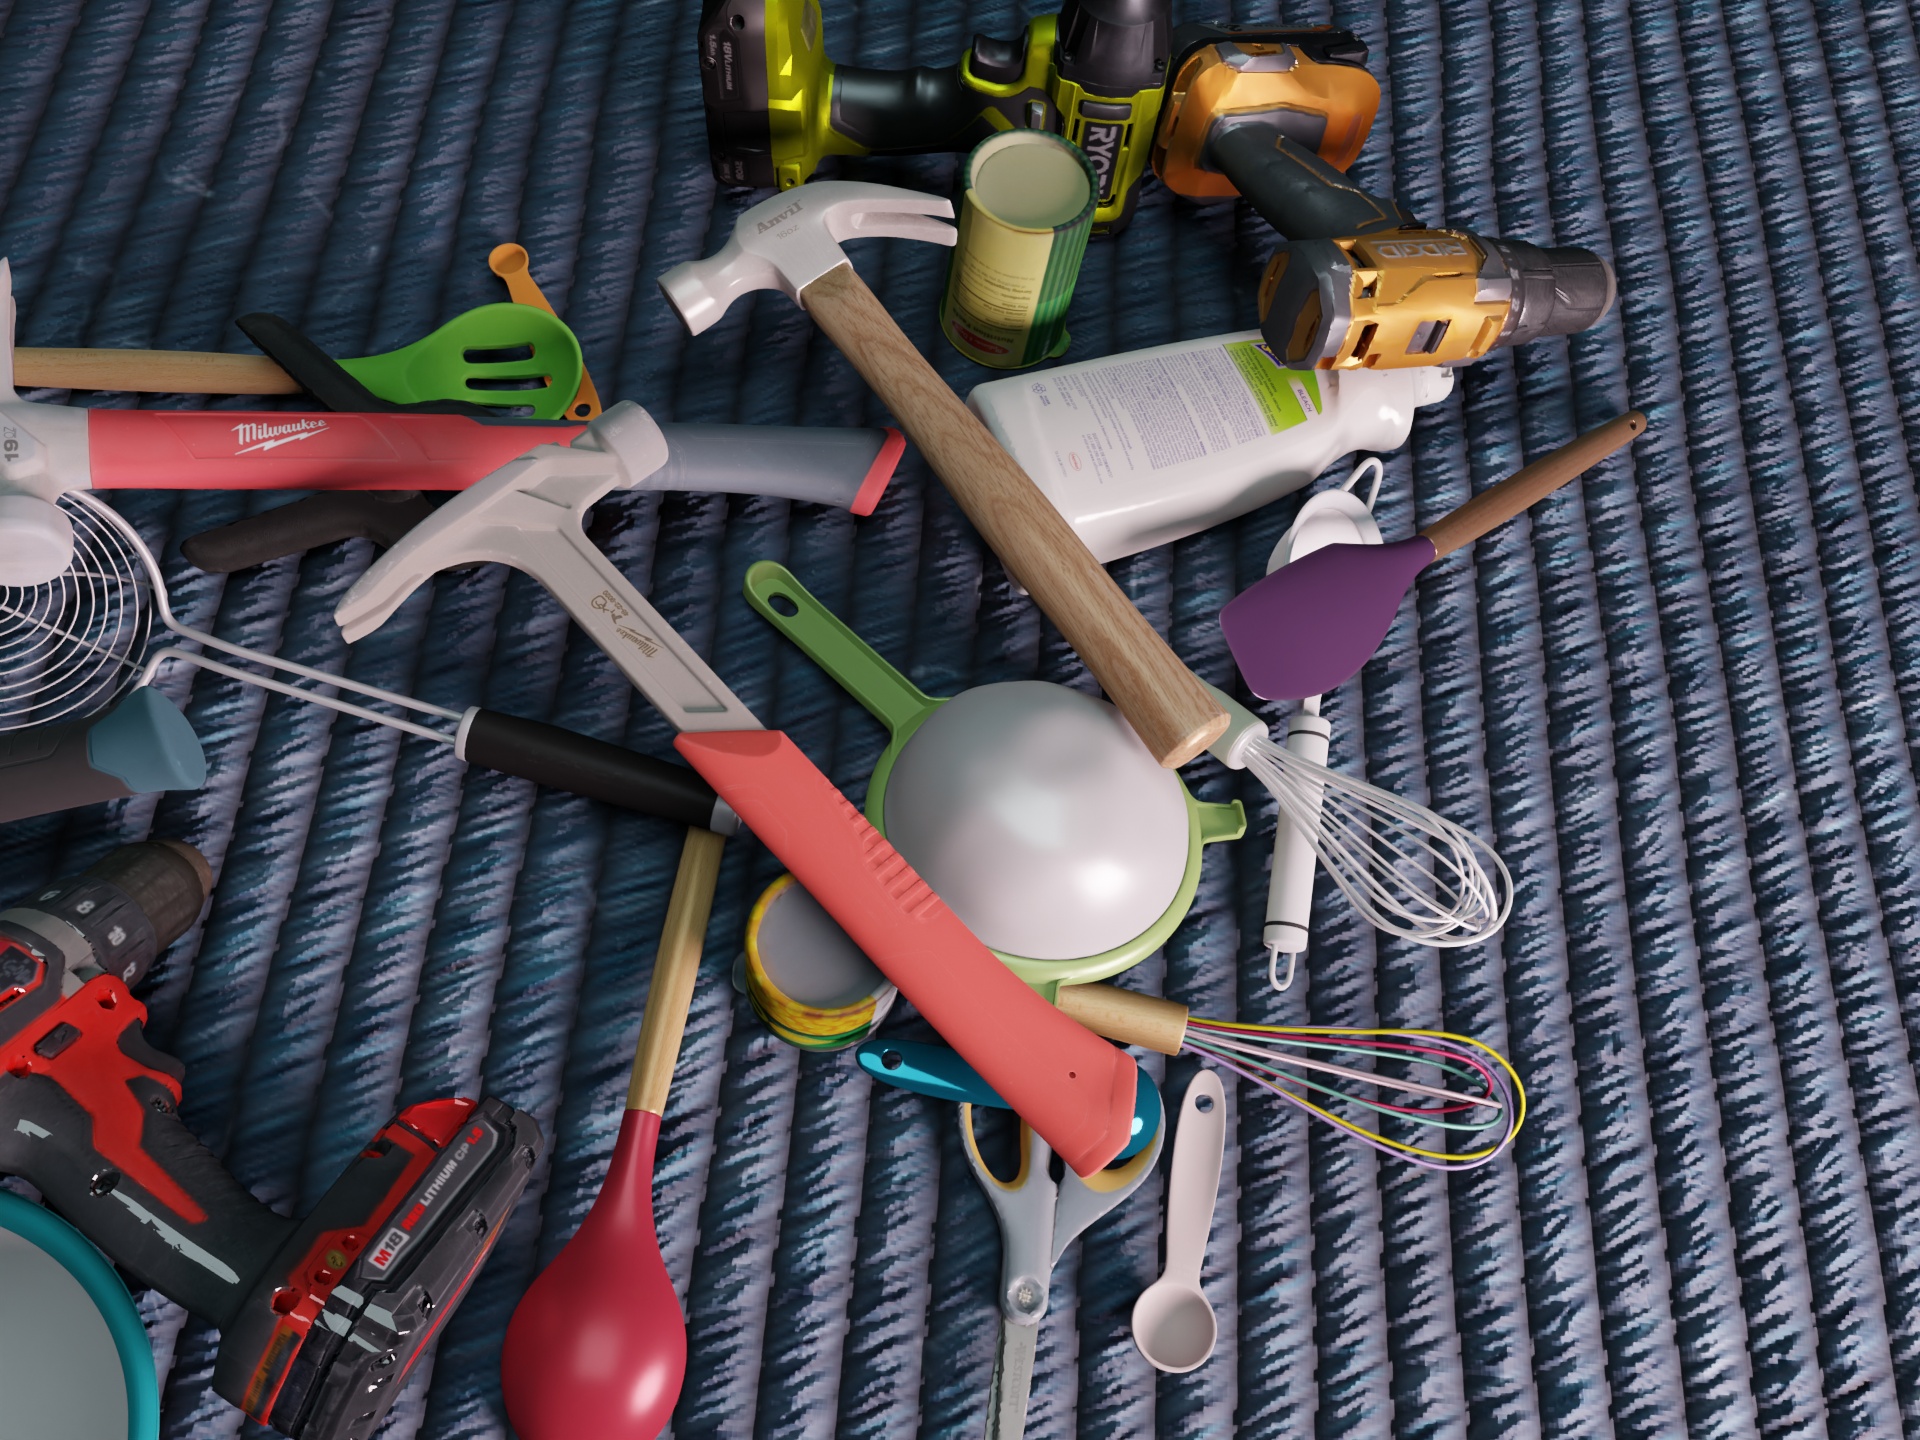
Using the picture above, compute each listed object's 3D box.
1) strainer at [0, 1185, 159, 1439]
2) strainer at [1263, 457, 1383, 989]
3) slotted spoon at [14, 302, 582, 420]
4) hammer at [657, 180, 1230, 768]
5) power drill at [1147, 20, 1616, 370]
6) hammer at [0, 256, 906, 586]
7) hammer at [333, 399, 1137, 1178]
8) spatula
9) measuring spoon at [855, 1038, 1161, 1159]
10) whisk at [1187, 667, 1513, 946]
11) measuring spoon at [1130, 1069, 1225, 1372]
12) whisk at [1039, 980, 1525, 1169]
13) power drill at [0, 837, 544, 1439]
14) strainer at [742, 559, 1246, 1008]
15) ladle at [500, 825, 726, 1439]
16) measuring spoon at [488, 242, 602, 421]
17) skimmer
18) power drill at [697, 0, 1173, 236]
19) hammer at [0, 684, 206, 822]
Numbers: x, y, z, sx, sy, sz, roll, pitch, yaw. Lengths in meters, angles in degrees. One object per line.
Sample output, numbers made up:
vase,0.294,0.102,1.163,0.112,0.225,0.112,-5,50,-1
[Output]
strainer,-0.387,0.215,0.554,0.211,0.095,0.341,0,47,-20
strainer,0.160,-0.003,0.736,0.086,0.050,0.259,28,65,-40
slotted spoon,-0.336,-0.166,0.752,0.313,0.031,0.070,0,84,-5
hammer,0.005,-0.116,0.700,0.130,0.031,0.331,-35,72,-7
power drill,0.207,-0.263,0.804,0.185,0.084,0.226,-8,53,-20
hammer,-0.210,-0.128,0.694,0.386,0.038,0.143,-4,59,-25
hammer,-0.073,0.039,0.617,0.149,0.036,0.359,-41,82,-20
spatula,0.240,-0.090,0.765,0.316,0.018,0.060,-30,96,-30
measuring spoon,0.021,0.146,0.643,0.128,0.021,0.042,13,64,-5
whisk,0.131,0.015,0.690,0.059,0.057,0.247,-36,55,-20
measuring spoon,0.093,0.204,0.654,0.034,0.018,0.124,15,59,-1
whisk,0.116,0.132,0.670,0.245,0.047,0.051,14,34,4
power drill,-0.271,0.137,0.576,0.226,0.080,0.188,29,27,-1
strainer,-0.001,-0.002,0.690,0.256,0.069,0.151,41,58,17
ladle,-0.122,0.135,0.649,0.069,0.031,0.316,10,64,-3
measuring spoon,-0.205,-0.188,0.789,0.021,0.011,0.117,-25,75,-11
skimmer,-0.269,-0.005,0.648,0.363,0.090,0.127,16,102,1
power drill,-0.011,-0.323,0.785,0.223,0.171,0.080,5,66,-1
hammer,-0.456,0.040,0.609,0.331,0.033,0.128,-12,75,0
